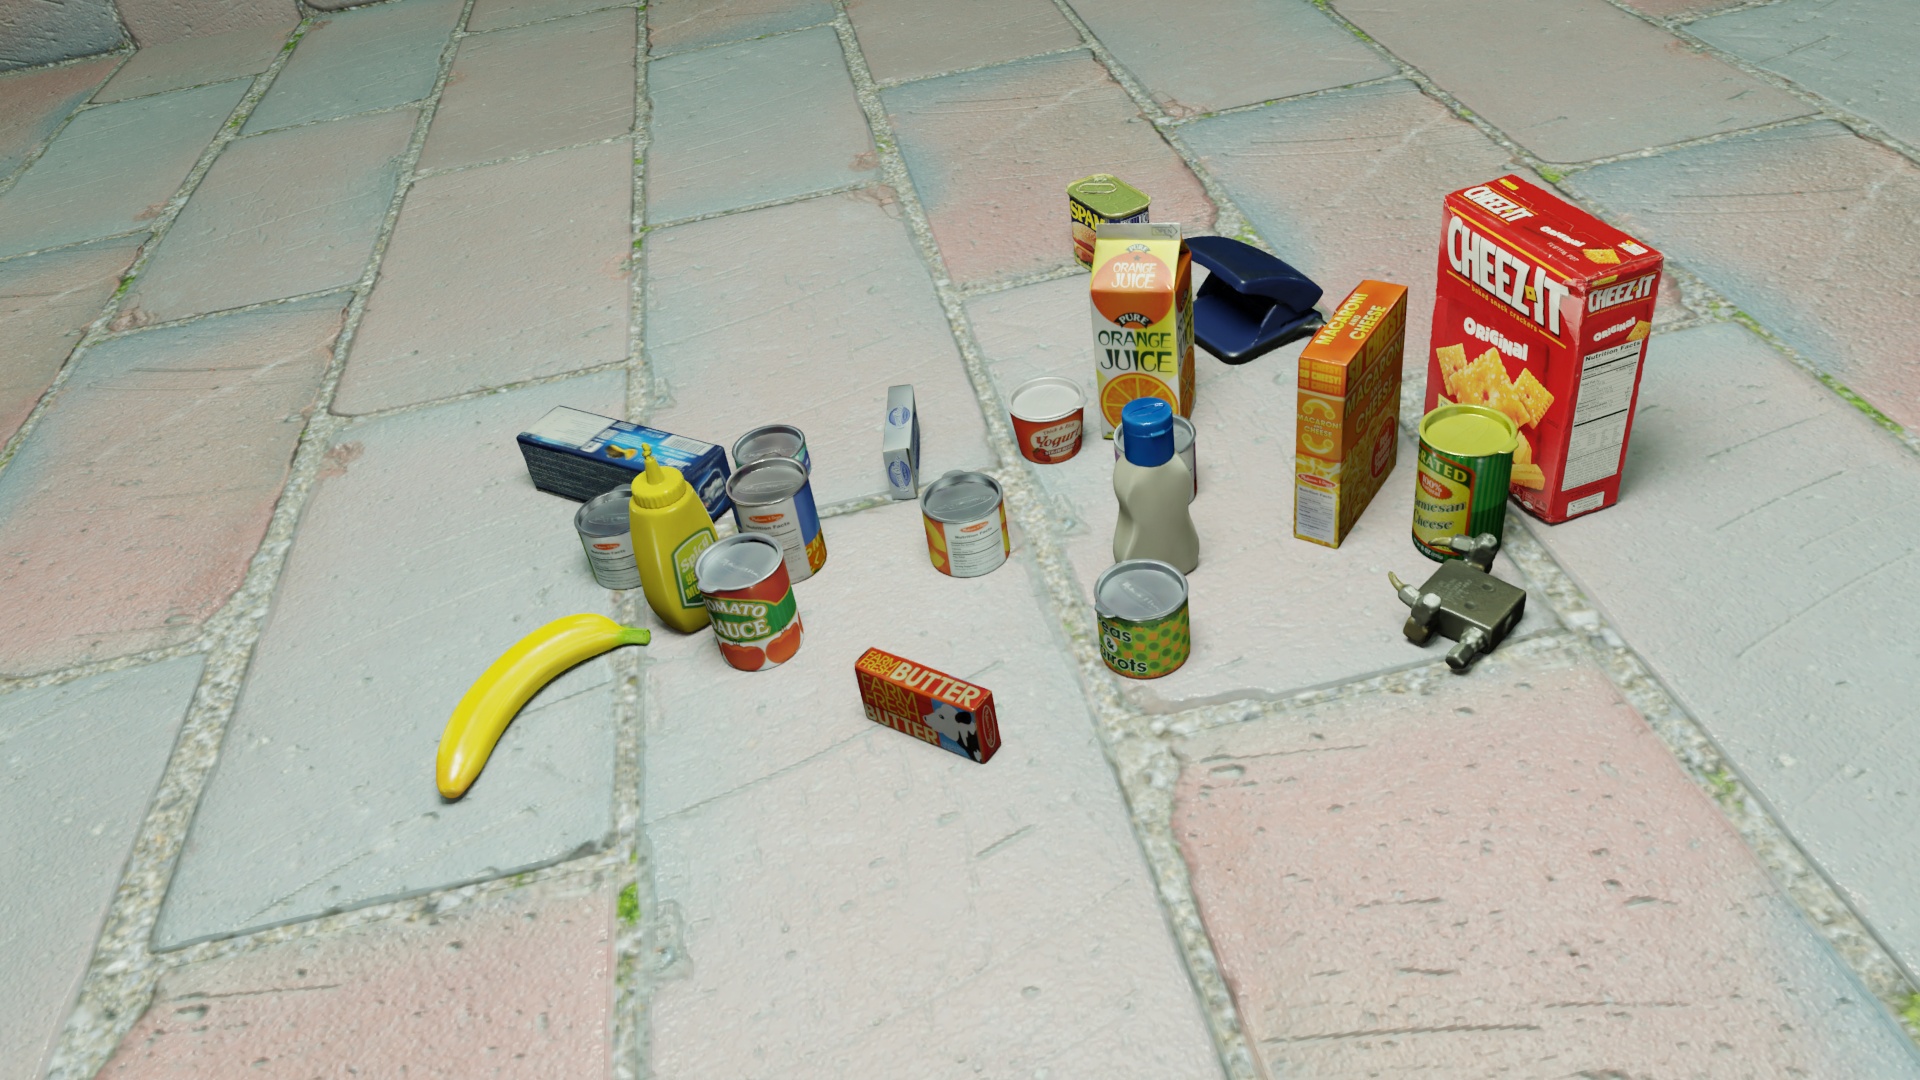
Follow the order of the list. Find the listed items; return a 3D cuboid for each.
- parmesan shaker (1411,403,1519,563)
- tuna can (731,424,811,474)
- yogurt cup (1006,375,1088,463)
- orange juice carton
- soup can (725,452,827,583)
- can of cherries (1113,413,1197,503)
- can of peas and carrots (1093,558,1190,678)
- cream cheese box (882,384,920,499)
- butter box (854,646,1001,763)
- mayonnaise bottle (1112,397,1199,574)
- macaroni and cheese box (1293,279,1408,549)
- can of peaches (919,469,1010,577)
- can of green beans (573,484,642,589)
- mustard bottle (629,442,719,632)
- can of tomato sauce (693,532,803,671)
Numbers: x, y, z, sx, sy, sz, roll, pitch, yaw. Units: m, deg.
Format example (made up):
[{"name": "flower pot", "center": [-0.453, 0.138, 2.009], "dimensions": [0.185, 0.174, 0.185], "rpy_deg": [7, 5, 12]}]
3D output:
[{"name": "parmesan shaker", "center": [0.370, -0.039, 1.020], "dimensions": [0.071, 0.102, 0.072], "rpy_deg": [-6, 38, 5]}, {"name": "tuna can", "center": [-0.167, -0.071, 1.233], "dimensions": [0.071, 0.032, 0.071], "rpy_deg": [-6, 38, 5]}, {"name": "yogurt cup", "center": [0.076, -0.103, 1.206], "dimensions": [0.072, 0.053, 0.073], "rpy_deg": [-6, 38, 5]}, {"name": "orange juice carton", "center": [0.155, -0.181, 1.176], "dimensions": [0.072, 0.191, 0.073], "rpy_deg": [5, 40, 19]}, {"name": "soup can", "center": [-0.147, -0.017, 1.119], "dimensions": [0.071, 0.083, 0.072], "rpy_deg": [-6, 38, 5]}, {"name": "can of cherries", "center": [0.159, -0.065, 1.135], "dimensions": [0.071, 0.058, 0.072], "rpy_deg": [-6, 38, 5]}, {"name": "can of peas and carrots", "center": [0.128, 0.057, 0.985], "dimensions": [0.071, 0.058, 0.071], "rpy_deg": [-6, 38, 5]}, {"name": "cream cheese box", "center": [-0.050, -0.086, 1.212], "dimensions": [0.024, 0.053, 0.104], "rpy_deg": [-6, 38, 5]}, {"name": "butter box", "center": [-0.023, 0.112, 0.952], "dimensions": [0.103, 0.052, 0.024], "rpy_deg": [17, 45, 30]}, {"name": "mayonnaise bottle", "center": [0.142, -0.035, 1.028], "dimensions": [0.065, 0.147, 0.041], "rpy_deg": [-16, 38, -9]}, {"name": "macaroni and cheese box", "center": [0.296, -0.096, 1.058], "dimensions": [0.040, 0.165, 0.124], "rpy_deg": [17, 45, 31]}, {"name": "can of peaches", "center": [0.004, -0.014, 1.103], "dimensions": [0.071, 0.057, 0.071], "rpy_deg": [-6, 38, 5]}, {"name": "can of green beans", "center": [-0.278, -0.002, 1.148], "dimensions": [0.071, 0.057, 0.071], "rpy_deg": [-6, 38, 5]}, {"name": "mustard bottle", "center": [-0.219, -0.005, 1.056], "dimensions": [0.049, 0.159, 0.065], "rpy_deg": [21, 47, 34]}, {"name": "can of tomato sauce", "center": [-0.158, 0.047, 1.039], "dimensions": [0.071, 0.082, 0.071], "rpy_deg": [-6, 38, 5]}]
